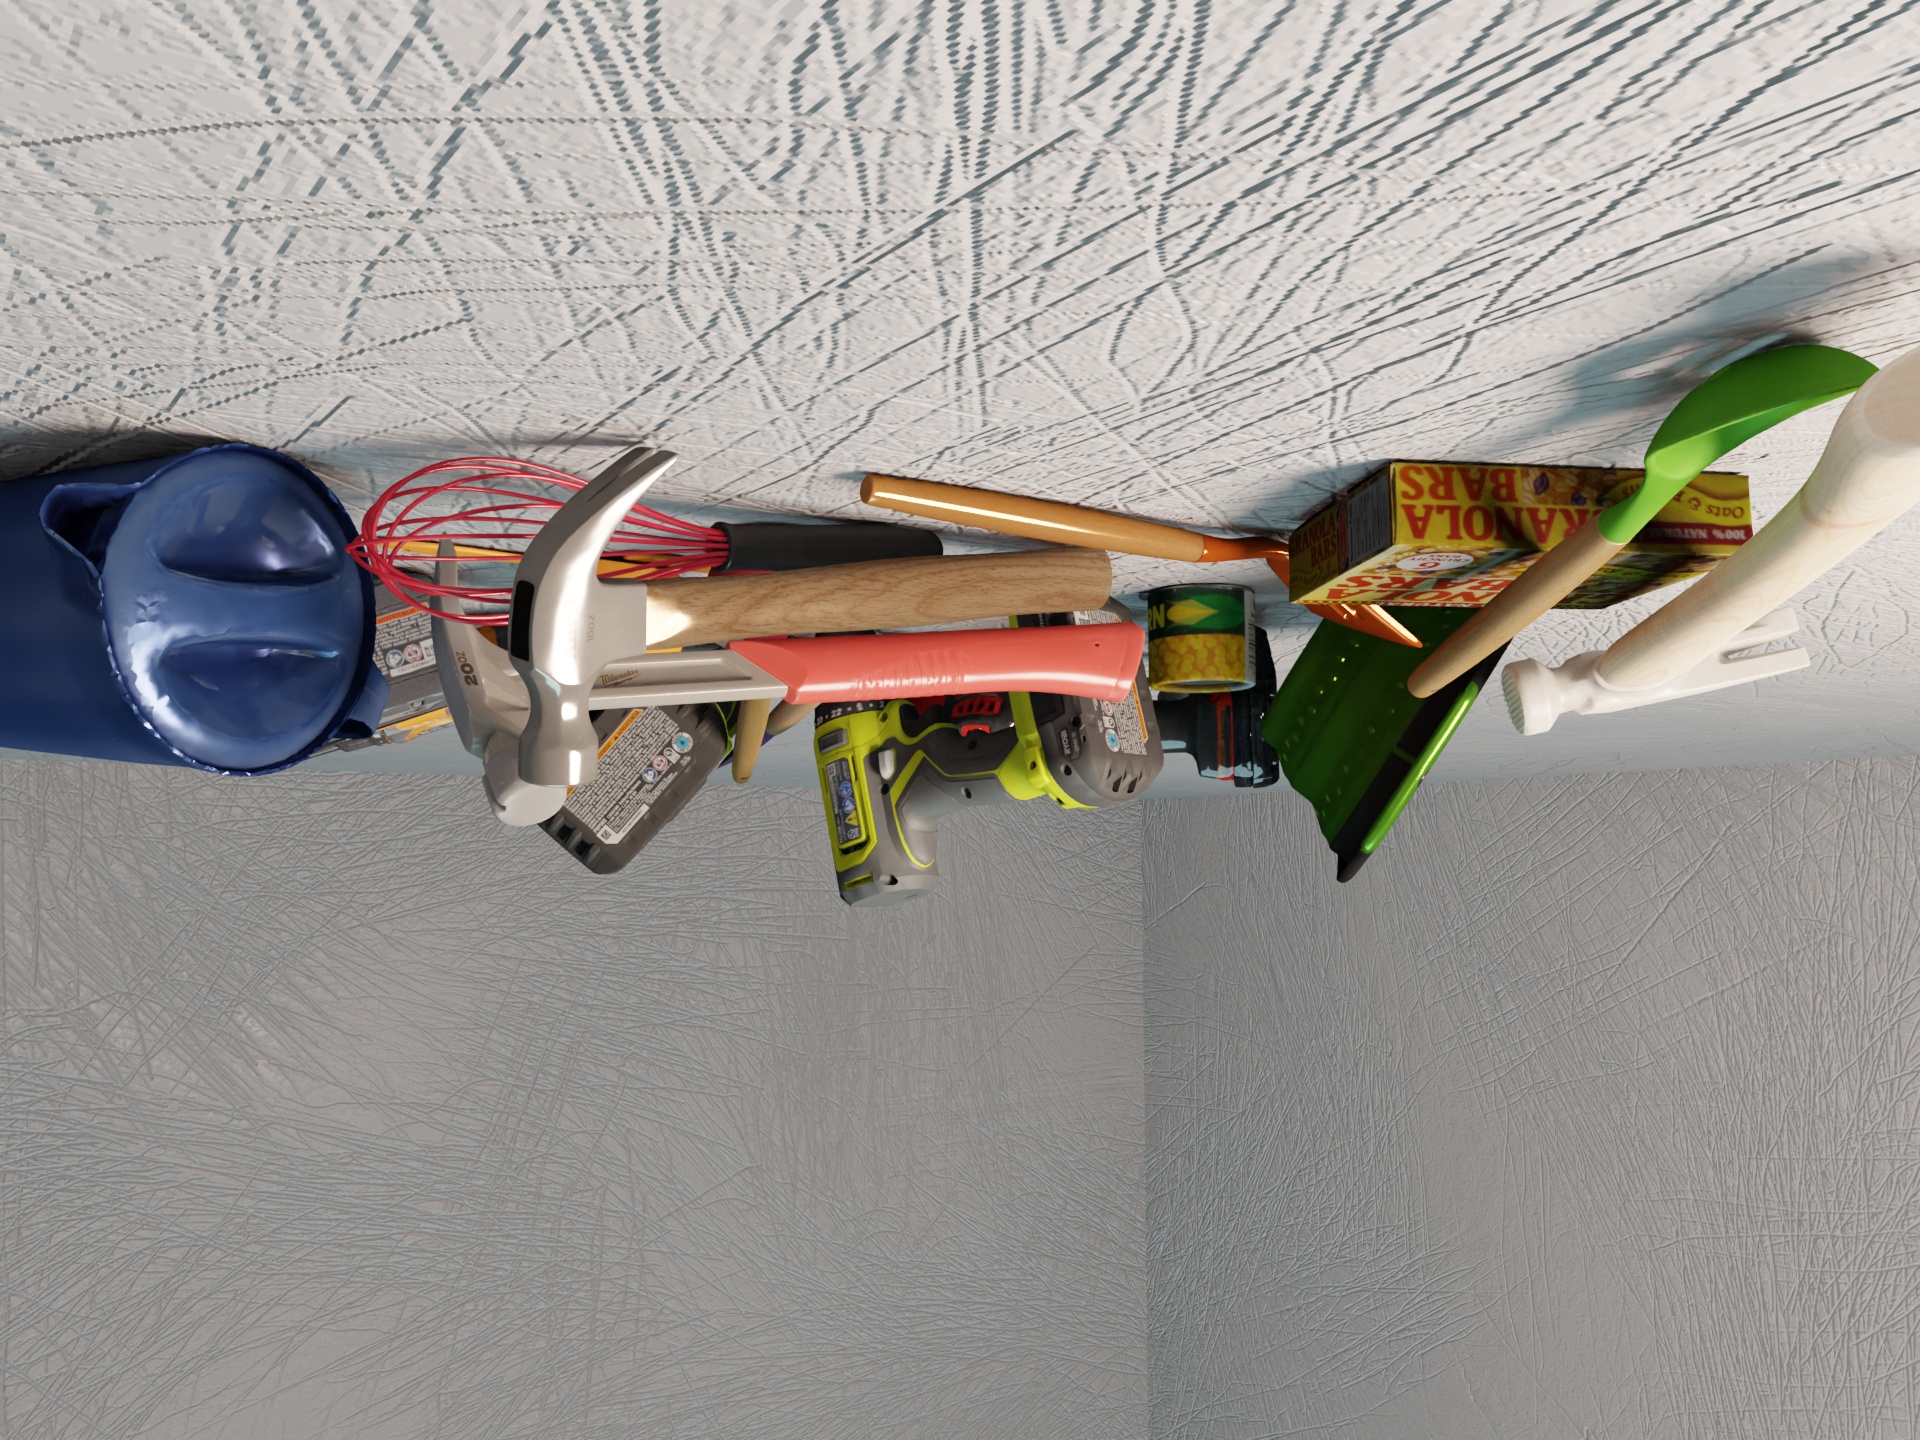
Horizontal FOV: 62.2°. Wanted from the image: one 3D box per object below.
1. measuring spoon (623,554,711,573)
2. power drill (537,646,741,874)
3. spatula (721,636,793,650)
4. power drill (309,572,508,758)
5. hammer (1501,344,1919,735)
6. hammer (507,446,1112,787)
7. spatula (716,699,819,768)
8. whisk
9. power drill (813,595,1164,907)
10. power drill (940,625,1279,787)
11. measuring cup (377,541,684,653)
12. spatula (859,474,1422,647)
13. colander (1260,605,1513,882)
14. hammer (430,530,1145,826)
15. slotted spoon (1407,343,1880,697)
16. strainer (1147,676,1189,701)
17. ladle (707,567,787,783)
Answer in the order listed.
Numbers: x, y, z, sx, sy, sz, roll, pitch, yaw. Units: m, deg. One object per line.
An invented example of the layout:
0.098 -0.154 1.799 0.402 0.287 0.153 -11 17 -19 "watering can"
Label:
-0.139 -0.081 0.890 0.021 0.011 0.116 -5 172 44 "measuring spoon"
-0.217 0.031 1.116 0.080 0.171 0.223 41 -177 -3 "power drill"
-0.121 -0.033 1.226 0.082 0.044 0.317 19 177 4 "spatula"
-0.370 -0.020 0.986 0.185 0.084 0.226 -18 178 -6 "power drill"
0.323 -0.059 0.623 0.146 0.038 0.410 -13 168 6 "hammer"
-0.048 -0.058 0.717 0.331 0.130 0.031 -10 -161 -43 "hammer"
-0.120 0.000 1.047 0.060 0.018 0.316 -38 -177 -19 "spatula"
-0.126 -0.078 0.715 0.295 0.073 0.073 -4 178 -39 "whisk"
-0.002 -0.003 0.971 0.228 0.191 0.080 -22 161 37 "power drill"
0.100 -0.014 1.099 0.226 0.080 0.188 -3 -159 7 "power drill"
-0.230 -0.062 0.862 0.173 0.052 0.095 7 175 -35 "measuring cup"
0.093 -0.078 0.769 0.322 0.041 0.081 5 -167 -32 "spatula"
0.270 -0.029 1.005 0.094 0.204 0.397 33 -160 13 "colander"
-0.066 -0.032 0.772 0.359 0.149 0.036 -5 142 -31 "hammer"
0.247 -0.066 0.637 0.070 0.031 0.313 -16 165 -14 "slotted spoon"
0.138 -0.032 1.257 0.258 0.050 0.087 3 -153 36 "strainer"
-0.118 -0.022 0.920 0.069 0.031 0.315 -8 159 -15 "ladle"
